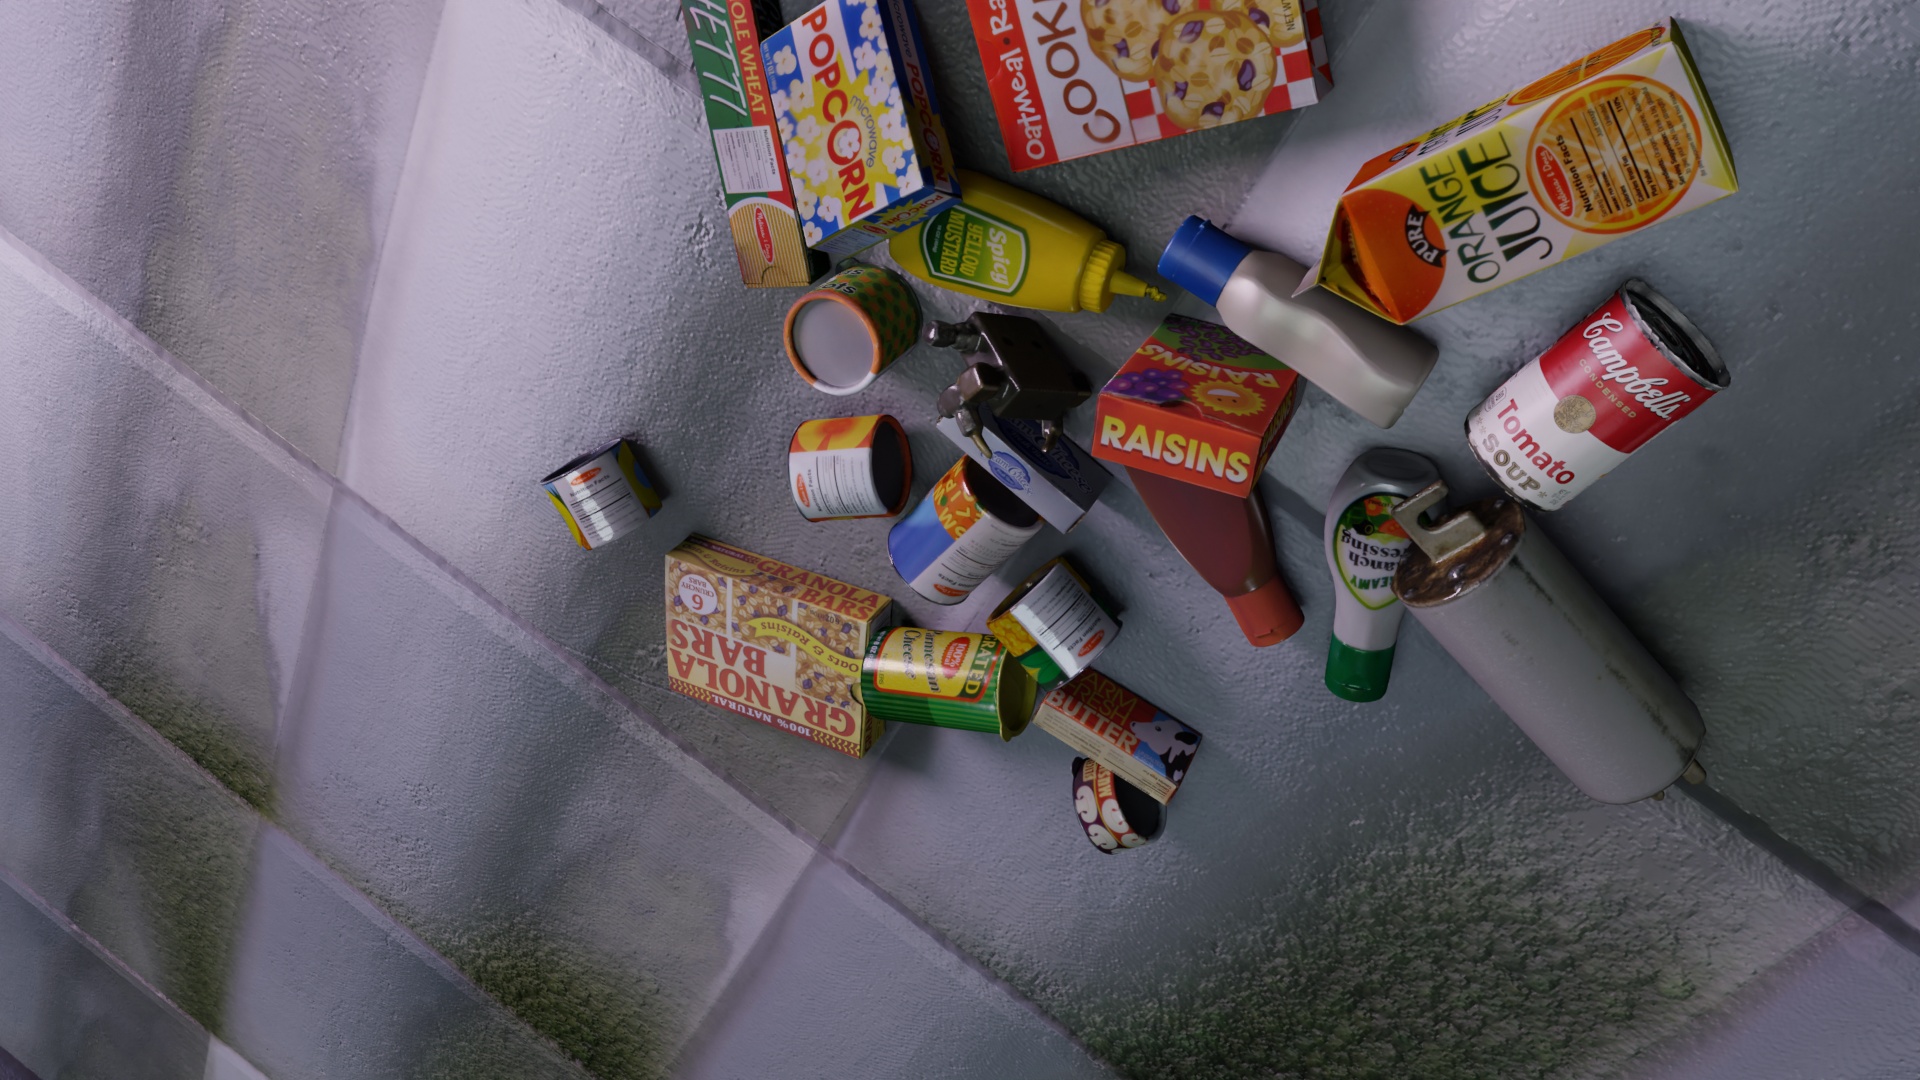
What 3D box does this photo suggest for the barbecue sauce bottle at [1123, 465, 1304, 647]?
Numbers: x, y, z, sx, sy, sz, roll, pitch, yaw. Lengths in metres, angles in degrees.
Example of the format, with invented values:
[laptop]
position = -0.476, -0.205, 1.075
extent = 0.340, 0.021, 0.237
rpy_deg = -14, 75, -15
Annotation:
[barbecue sauce bottle]
position = 0.152, -0.007, 0.810
extent = 0.064, 0.044, 0.148
rpy_deg = -21, 106, 34

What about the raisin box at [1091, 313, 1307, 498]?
[raisin box]
position = 0.130, -0.074, 0.732
extent = 0.086, 0.124, 0.039
rpy_deg = 18, 124, 18

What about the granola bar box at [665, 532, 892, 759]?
[granola bar box]
position = -0.134, 0.077, 1.005
extent = 0.166, 0.039, 0.123
rpy_deg = 17, 124, 18

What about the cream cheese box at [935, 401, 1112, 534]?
[cream cheese box]
position = 0.039, -0.053, 0.835
extent = 0.104, 0.053, 0.024
rpy_deg = 40, 125, 1

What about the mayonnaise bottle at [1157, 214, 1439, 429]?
[mayonnaise bottle]
position = 0.174, -0.118, 0.726
extent = 0.148, 0.065, 0.041
rpy_deg = 34, 130, 11

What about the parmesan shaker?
[parmesan shaker]
position = -0.008, 0.095, 0.931
extent = 0.103, 0.072, 0.071
rpy_deg = 3, 118, 25

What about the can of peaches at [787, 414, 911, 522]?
[can of peaches]
position = -0.069, -0.047, 0.885
extent = 0.058, 0.071, 0.071
rpy_deg = -3, 116, 22

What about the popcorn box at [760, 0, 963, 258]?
[popcorn box]
position = -0.056, -0.231, 0.760
extent = 0.085, 0.038, 0.127
rpy_deg = -19, 81, 33

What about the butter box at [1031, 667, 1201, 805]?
[butter box]
position = 0.102, 0.123, 0.903
extent = 0.103, 0.053, 0.024
rpy_deg = 31, 129, 9

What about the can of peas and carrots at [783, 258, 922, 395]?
[can of peas and carrots]
position = -0.066, -0.130, 0.841
extent = 0.071, 0.059, 0.070
rpy_deg = 12, 122, 20

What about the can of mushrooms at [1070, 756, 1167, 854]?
[can of mushrooms]
position = 0.105, 0.170, 0.920
extent = 0.033, 0.071, 0.071
rpy_deg = -24, 104, 34

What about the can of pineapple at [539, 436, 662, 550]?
[can of pineapple]
position = -0.255, -0.033, 0.989
extent = 0.071, 0.071, 0.057
rpy_deg = -17, 108, 33

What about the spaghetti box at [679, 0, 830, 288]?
[spaghetti box]
position = -0.125, -0.271, 0.809
extent = 0.050, 0.029, 0.248
rpy_deg = 4, 118, 25

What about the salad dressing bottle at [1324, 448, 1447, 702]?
[salad dressing bottle]
position = 0.234, 0.023, 0.784
extent = 0.064, 0.044, 0.147
rpy_deg = 9, 121, 15

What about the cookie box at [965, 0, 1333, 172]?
[cookie box]
position = 0.089, -0.265, 0.697
extent = 0.167, 0.040, 0.122
rpy_deg = -5, 115, 29

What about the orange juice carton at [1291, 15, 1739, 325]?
[orange juice carton]
position = 0.249, -0.162, 0.654
extent = 0.192, 0.072, 0.073
rpy_deg = -21, 106, 34

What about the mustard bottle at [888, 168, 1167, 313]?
[mustard bottle]
position = 0.039, -0.161, 0.776
extent = 0.160, 0.049, 0.065
rpy_deg = 20, 123, 16

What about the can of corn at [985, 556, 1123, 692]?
[can of corn]
position = 0.058, 0.053, 0.879
extent = 0.058, 0.071, 0.071
rpy_deg = 48, 127, -4

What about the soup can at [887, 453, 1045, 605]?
[soup can]
position = 0.003, -0.011, 0.871
extent = 0.071, 0.072, 0.083
rpy_deg = 44, 126, -2
